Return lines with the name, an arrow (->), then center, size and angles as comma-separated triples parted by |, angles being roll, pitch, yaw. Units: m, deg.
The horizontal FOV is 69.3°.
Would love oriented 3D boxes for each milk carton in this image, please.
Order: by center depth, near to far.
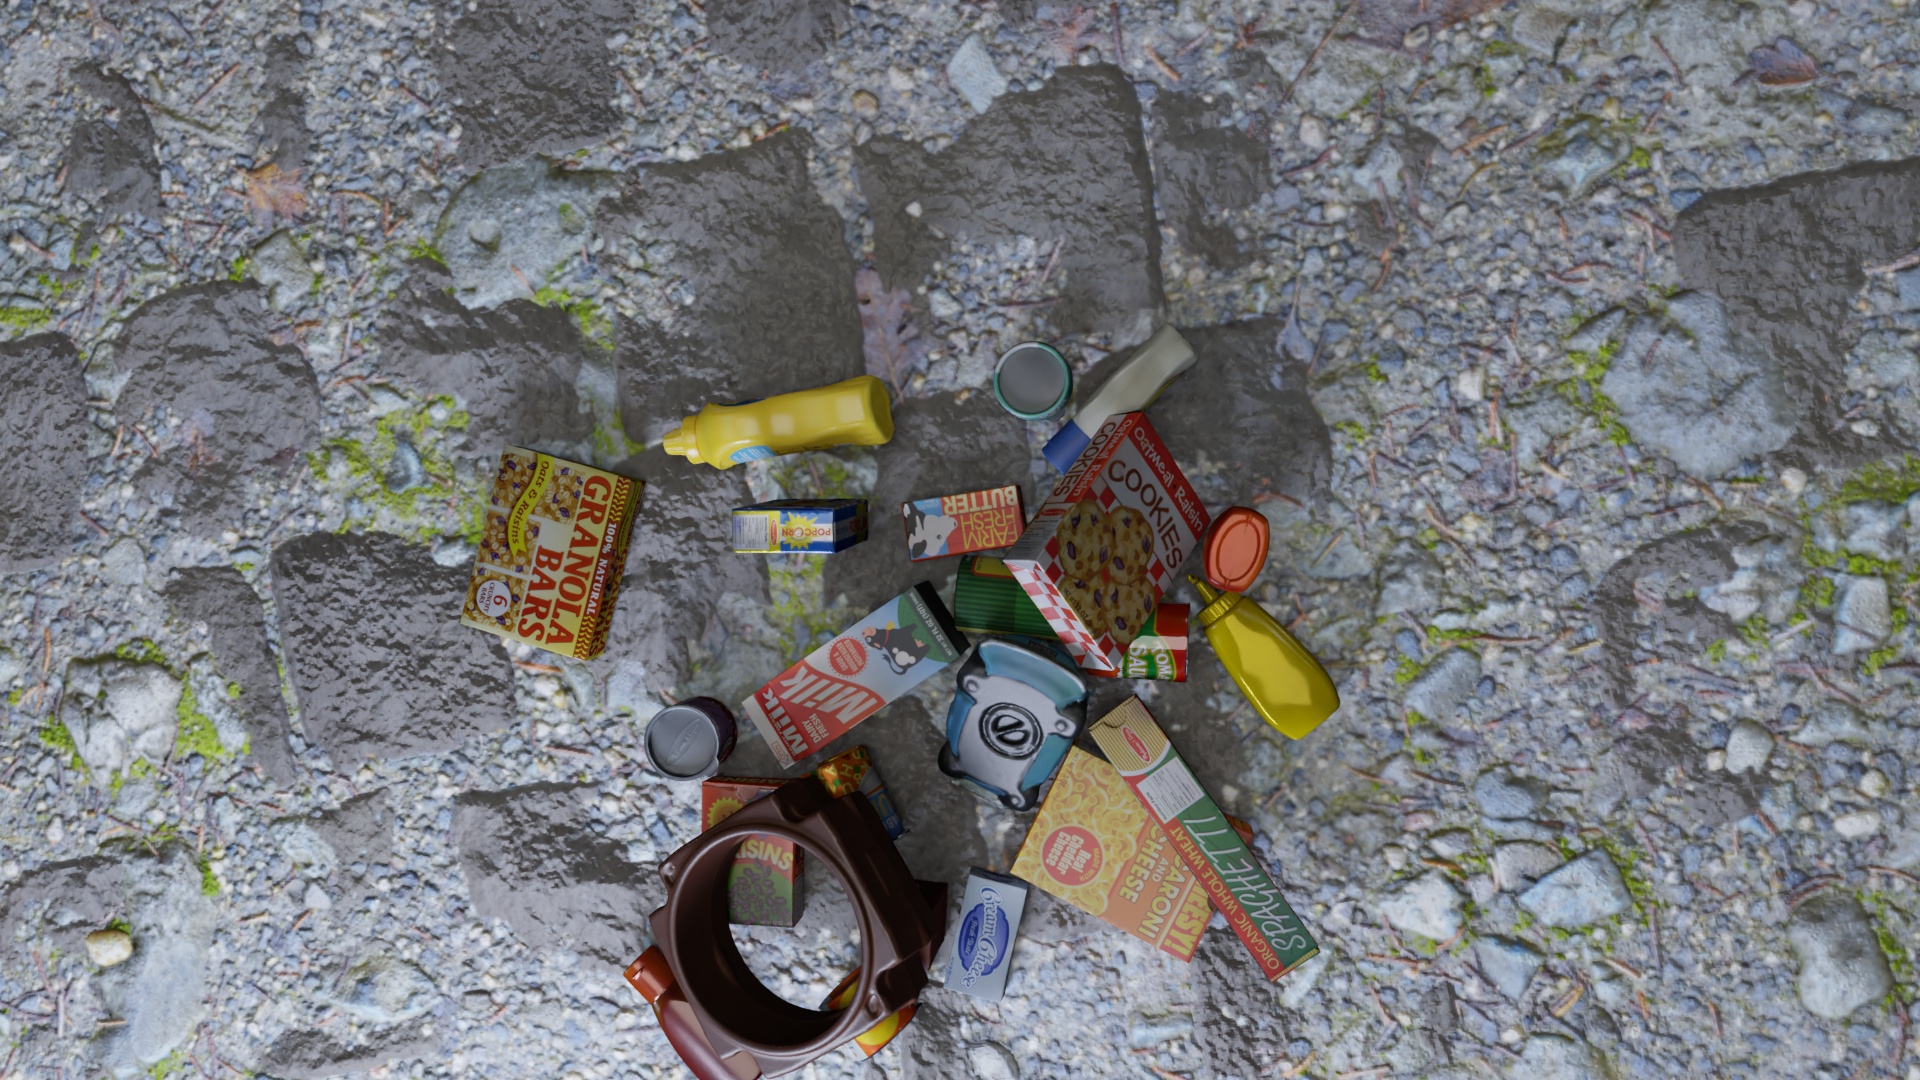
milk carton -> -0.092, 0.116, 1.179 | 0.190, 0.073, 0.072 | -33, 87, 8

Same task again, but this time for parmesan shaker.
parmesan shaker -> 0.050, 0.048, 1.158 | 0.103, 0.071, 0.071 | 5, 92, 8

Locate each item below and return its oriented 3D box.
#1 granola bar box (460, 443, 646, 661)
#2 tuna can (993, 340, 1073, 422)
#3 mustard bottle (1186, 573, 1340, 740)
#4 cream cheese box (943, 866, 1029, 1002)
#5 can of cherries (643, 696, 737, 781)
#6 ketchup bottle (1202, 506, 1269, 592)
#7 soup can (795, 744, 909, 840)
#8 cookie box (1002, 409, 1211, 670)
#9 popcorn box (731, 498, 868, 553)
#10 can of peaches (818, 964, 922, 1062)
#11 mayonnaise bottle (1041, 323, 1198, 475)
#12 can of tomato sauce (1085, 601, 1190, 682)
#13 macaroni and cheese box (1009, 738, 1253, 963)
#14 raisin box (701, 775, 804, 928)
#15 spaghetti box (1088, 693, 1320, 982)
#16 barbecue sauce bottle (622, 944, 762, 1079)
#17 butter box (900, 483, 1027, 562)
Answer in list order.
granola bar box -> -0.360, 0.010, 1.232 | 0.124, 0.039, 0.165 | 15, 93, 8
tuna can -> 0.063, -0.132, 1.171 | 0.071, 0.033, 0.071 | 0, 91, 8
mustard bottle -> 0.242, 0.087, 1.144 | 0.065, 0.049, 0.160 | -40, 85, 8
cream cheese box -> 0.022, 0.338, 1.193 | 0.053, 0.024, 0.103 | 13, 93, 6
can of cherries -> -0.232, 0.174, 1.208 | 0.071, 0.058, 0.071 | 0, 91, 7
ketchup bottle -> 0.214, 0.004, 1.095 | 0.043, 0.149, 0.064 | 19, 95, 7
soup can -> -0.092, 0.224, 1.185 | 0.071, 0.071, 0.084 | -26, 88, 8
cookie box -> 0.121, -0.001, 1.094 | 0.168, 0.040, 0.122 | -53, 121, -27
popcorn box -> -0.131, -0.013, 1.155 | 0.085, 0.127, 0.038 | -1, 95, 8
can of peaches -> -0.077, 0.399, 1.189 | 0.071, 0.071, 0.058 | -41, 85, 7
mayonnaise bottle -> 0.131, -0.114, 1.150 | 0.041, 0.065, 0.148 | 45, 101, 2
can of tomato sauce -> 0.147, 0.083, 1.147 | 0.083, 0.071, 0.071 | 3, 92, 9
macaroni and cheese box -> 0.143, 0.259, 1.166 | 0.166, 0.040, 0.123 | 26, 95, 6
raisin box -> -0.182, 0.271, 1.213 | 0.086, 0.040, 0.123 | 1, 91, 9
spaghetti box -> 0.195, 0.239, 1.123 | 0.050, 0.028, 0.250 | -36, 85, 4
barbecue sauce bottle -> -0.233, 0.422, 1.222 | 0.148, 0.044, 0.065 | 44, 97, 5
butter box -> 0.004, -0.015, 1.187 | 0.103, 0.024, 0.053 | -9, 90, 8
